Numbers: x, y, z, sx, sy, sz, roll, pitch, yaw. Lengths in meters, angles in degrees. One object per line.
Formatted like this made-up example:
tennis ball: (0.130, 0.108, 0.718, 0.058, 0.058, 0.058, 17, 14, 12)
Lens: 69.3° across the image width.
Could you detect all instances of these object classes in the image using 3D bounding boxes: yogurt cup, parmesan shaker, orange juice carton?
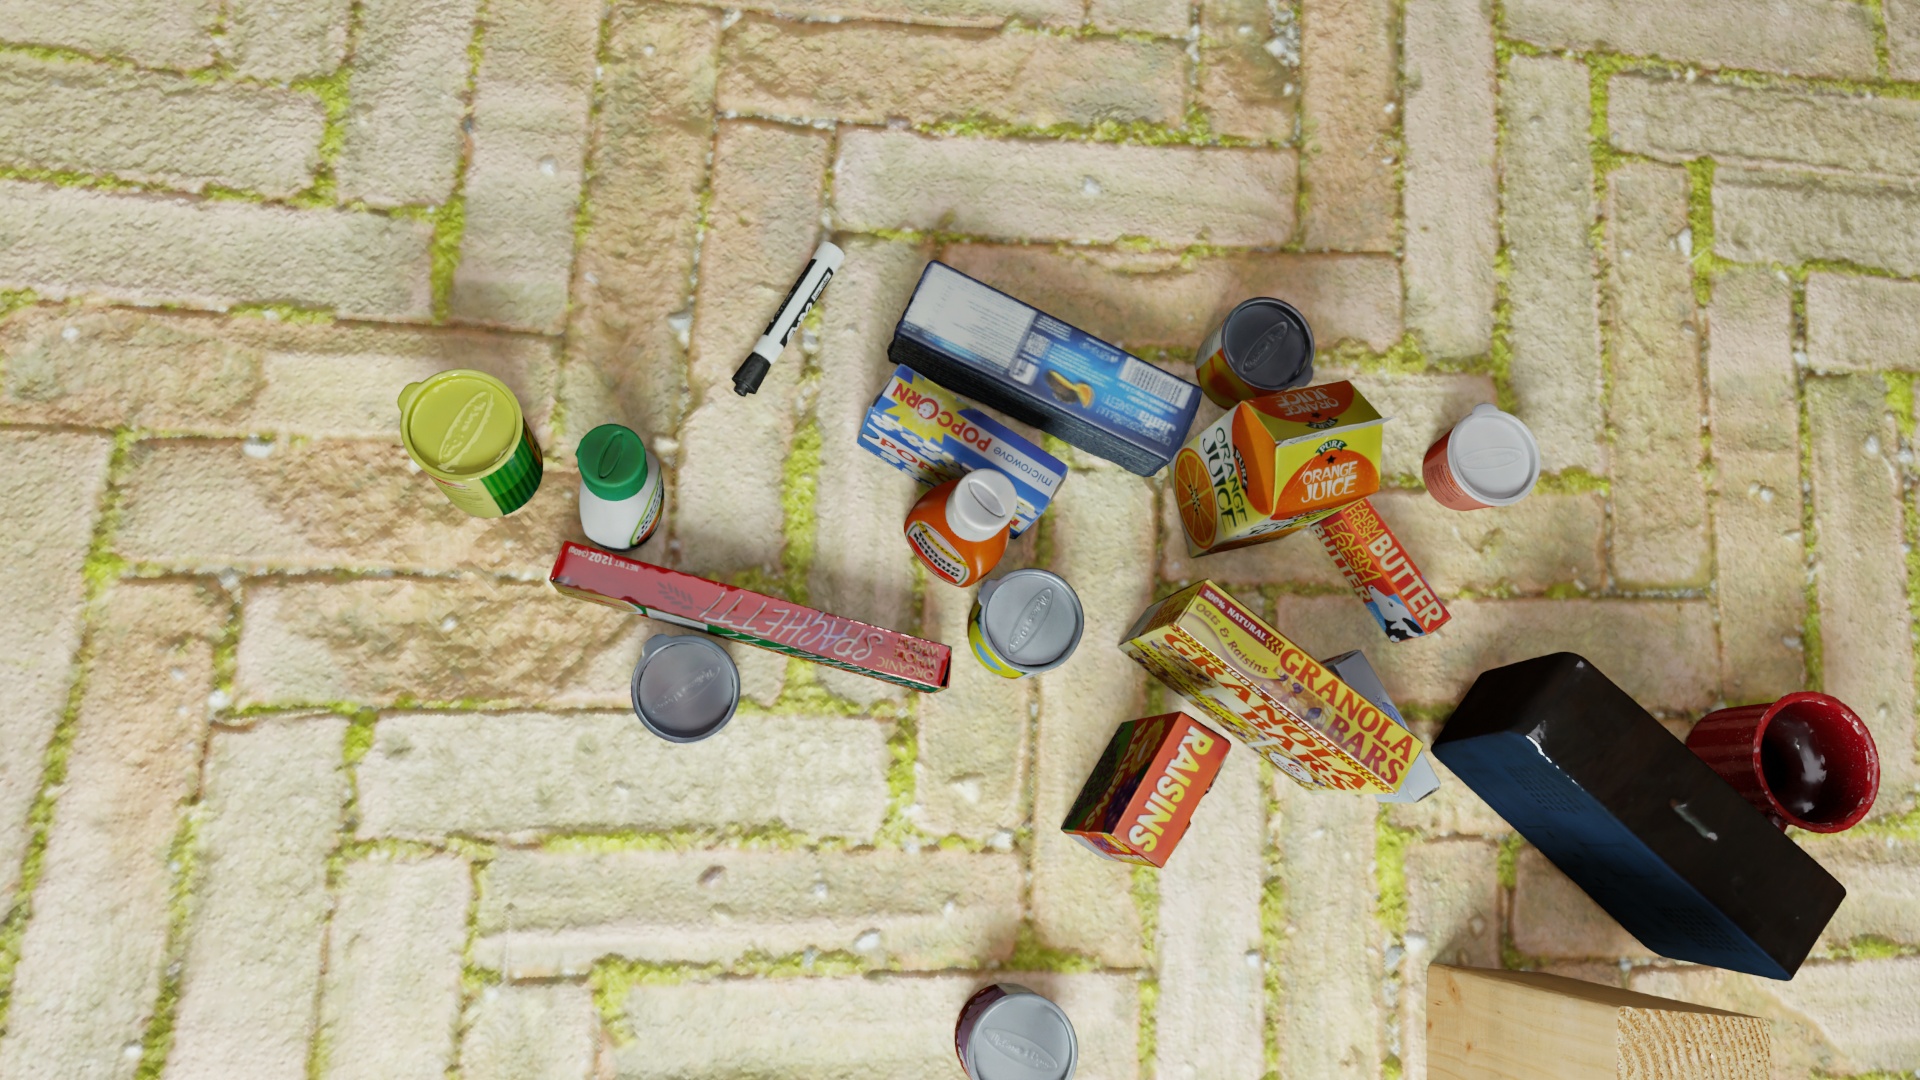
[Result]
yogurt cup: (0.360, -0.052, 0.971, 0.072, 0.054, 0.072, 2, 78, -9)
parmesan shaker: (-0.292, -0.058, 0.833, 0.071, 0.103, 0.071, 2, 79, -9)
orange juice carton: (0.198, -0.046, 0.869, 0.072, 0.192, 0.073, -11, 81, -12)

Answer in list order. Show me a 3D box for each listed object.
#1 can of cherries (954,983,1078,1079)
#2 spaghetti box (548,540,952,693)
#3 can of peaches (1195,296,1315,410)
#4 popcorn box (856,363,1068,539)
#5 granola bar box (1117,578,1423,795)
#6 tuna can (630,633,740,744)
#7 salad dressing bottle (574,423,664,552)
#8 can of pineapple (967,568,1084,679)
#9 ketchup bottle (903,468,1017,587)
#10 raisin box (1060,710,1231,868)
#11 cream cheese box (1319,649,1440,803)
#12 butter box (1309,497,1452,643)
can of cherries: (0.030, 0.306, 0.838, 0.071, 0.058, 0.071, 2, 79, -9)
spaghetti box: (-0.127, 0.050, 0.867, 0.250, 0.050, 0.029, 16, 77, -6)
can of peaches: (0.203, -0.125, 0.956, 0.071, 0.058, 0.071, 2, 79, -9)
popcorn box: (0.000, -0.055, 0.893, 0.127, 0.085, 0.038, 31, 76, -2)
granola bar box: (0.191, 0.095, 0.875, 0.165, 0.124, 0.039, 37, 76, -1)
tuna can: (-0.171, 0.091, 0.860, 0.071, 0.032, 0.071, 2, 78, -9)
salad dressing bottle: (-0.202, -0.032, 0.821, 0.044, 0.147, 0.064, 21, 76, -5)
can of pineapple: (0.039, 0.053, 0.891, 0.071, 0.057, 0.071, 2, 79, -9)
ketchup bottle: (0.003, -0.011, 0.851, 0.065, 0.148, 0.043, 44, 76, 1)
raisin box: (0.111, 0.153, 0.849, 0.040, 0.123, 0.086, 34, 76, -2)
cream cheese box: (0.271, 0.124, 0.919, 0.024, 0.053, 0.104, -29, 85, -14)
butter box: (0.284, 0.020, 0.943, 0.024, 0.053, 0.103, -33, 86, -14)
